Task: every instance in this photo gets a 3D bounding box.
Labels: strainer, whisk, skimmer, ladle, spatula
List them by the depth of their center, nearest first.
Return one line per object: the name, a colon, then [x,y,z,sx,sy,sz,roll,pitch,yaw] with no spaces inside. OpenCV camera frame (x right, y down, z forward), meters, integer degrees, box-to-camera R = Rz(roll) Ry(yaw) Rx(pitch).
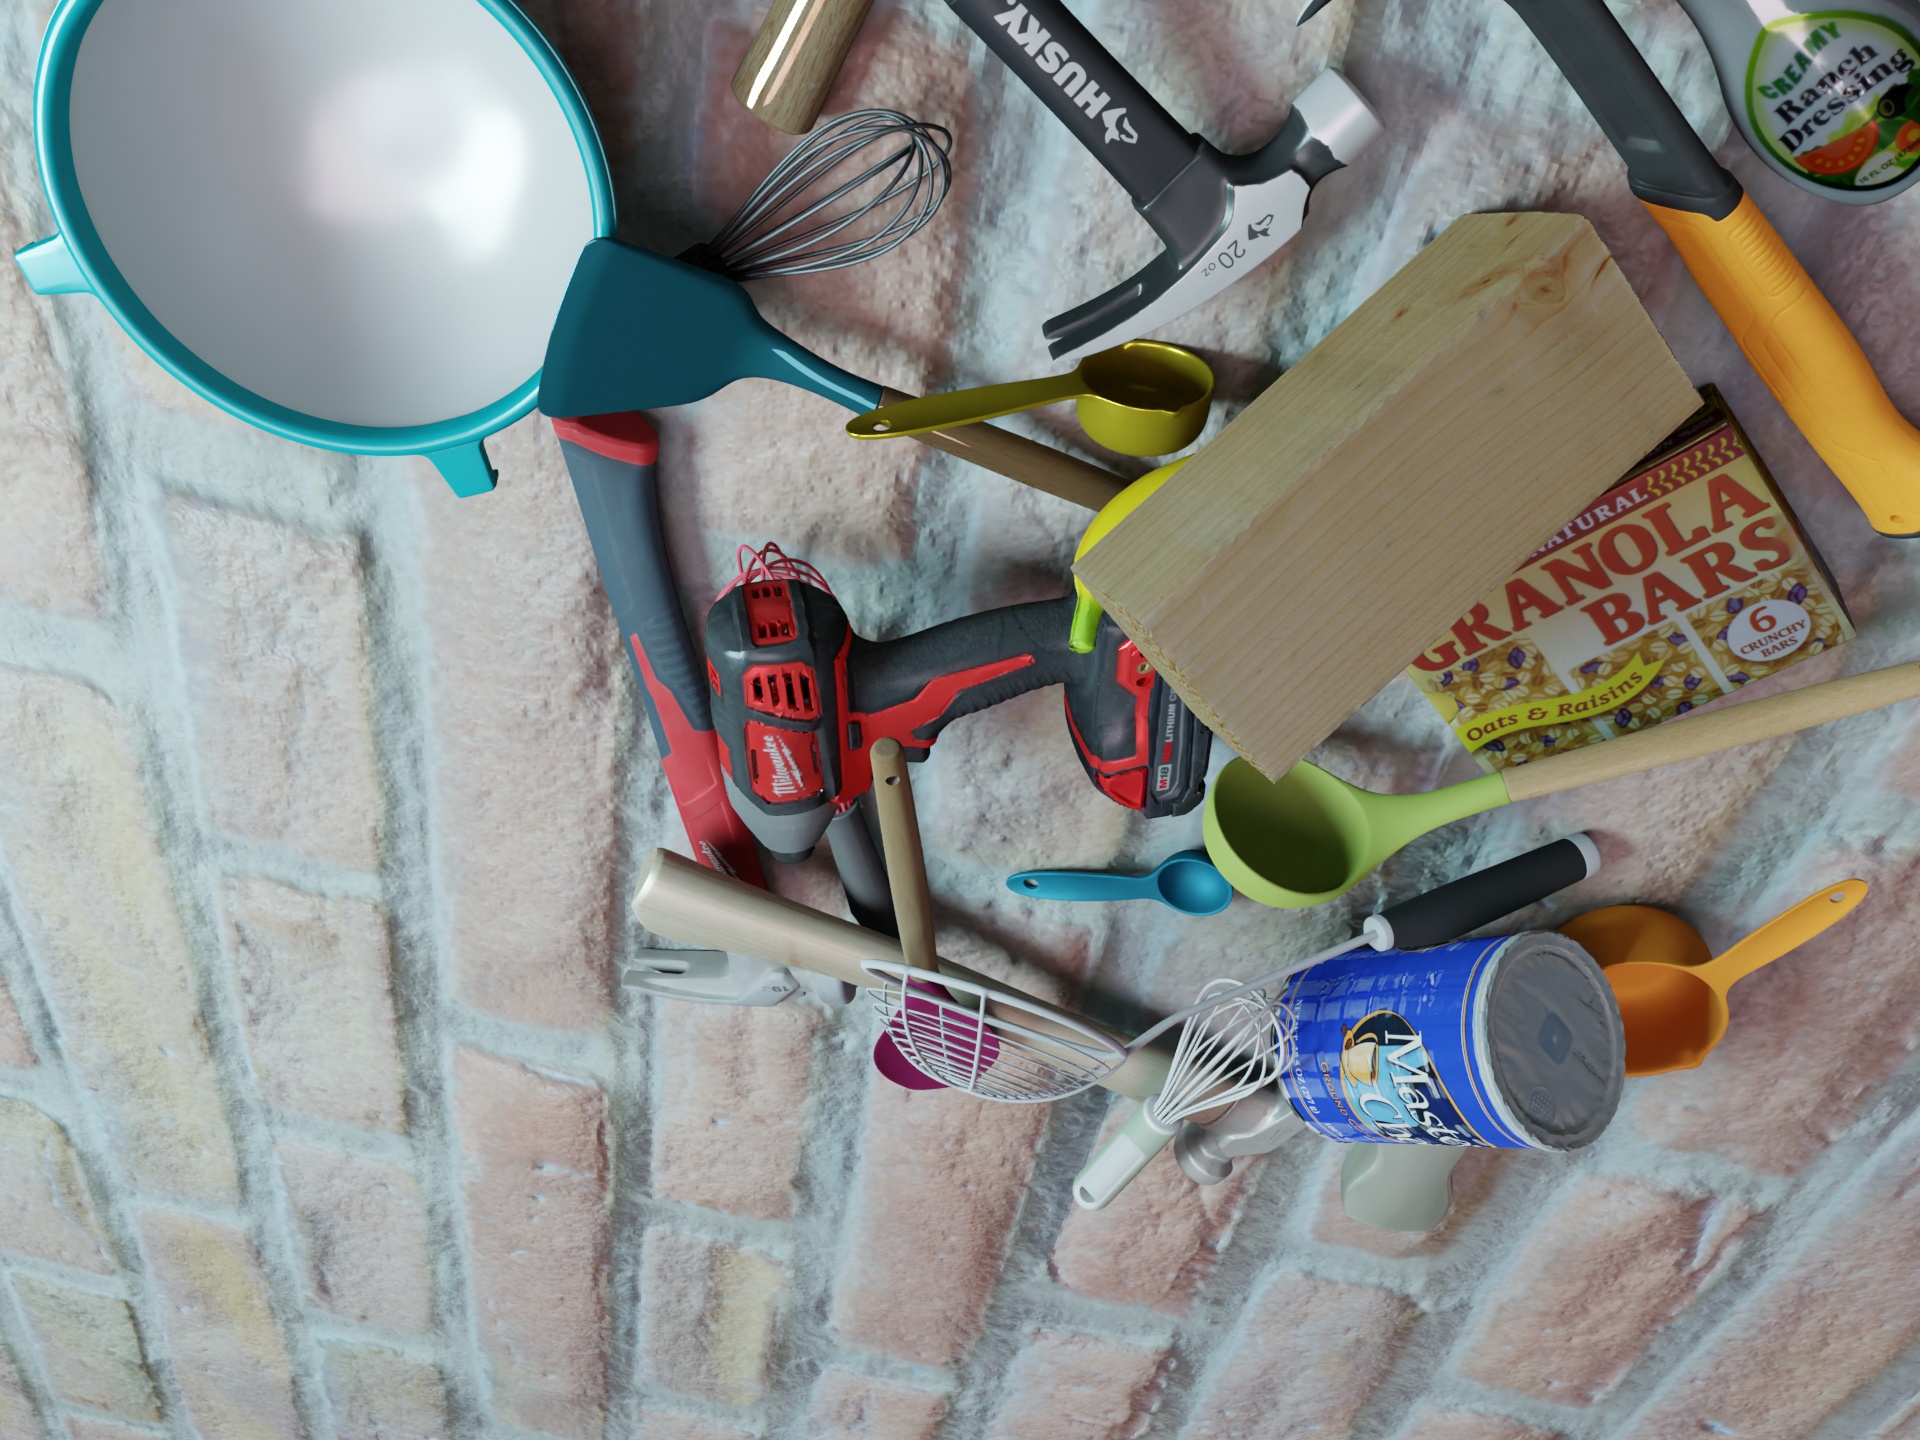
strainer: [-0.202,-0.263,0.597,0.211,0.095,0.340,26,121,-19]
whisk: [-0.104,-0.189,0.664,0.239,0.055,0.055,-18,123,30]
spatula: [-0.012,-0.118,0.671,0.317,0.044,0.082,18,126,-16]
ladle: [0.263,0.016,0.692,0.320,0.078,0.062,-17,144,16]
skimmer: [0.136,0.095,0.761,0.363,0.090,0.127,-19,171,-12]
whisk: [-0.068,0.030,0.820,0.073,0.073,0.295,-2,134,13]
whisk: [0.114,0.213,0.870,0.058,0.059,0.246,45,138,16]

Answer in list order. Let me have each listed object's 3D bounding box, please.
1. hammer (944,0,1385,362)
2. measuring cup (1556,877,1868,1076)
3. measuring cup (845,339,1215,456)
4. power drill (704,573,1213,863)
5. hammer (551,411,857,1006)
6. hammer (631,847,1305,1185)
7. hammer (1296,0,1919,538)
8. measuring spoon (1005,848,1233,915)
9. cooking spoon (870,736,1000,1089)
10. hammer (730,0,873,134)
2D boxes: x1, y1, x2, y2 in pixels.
hammer: [-0.010,-0.263,0.541,0.334,0.035,0.146,36,116,-28]
measuring cup: [0.370,0.112,0.801,0.095,0.052,0.173,35,125,-16]
measuring cup: [0.029,-0.122,0.649,0.156,0.062,0.029,-12,134,-13]
power drill: [-0.001,-0.002,0.722,0.219,0.079,0.143,-7,129,-9]
hammer: [-0.157,0.009,0.836,0.143,0.038,0.385,0,128,14]
hammer: [0.019,0.153,0.880,0.410,0.038,0.146,24,130,-18]
hammer: [0.269,-0.176,0.581,0.336,0.034,0.127,38,160,-26]
measuring spoon: [0.086,0.084,0.863,0.128,0.021,0.042,-2,128,25]
cooking spoon: [-0.020,0.109,0.777,0.069,0.017,0.318,-7,142,-1]
hammer: [0.005,-0.342,0.524,0.130,0.031,0.331,30,128,-13]
